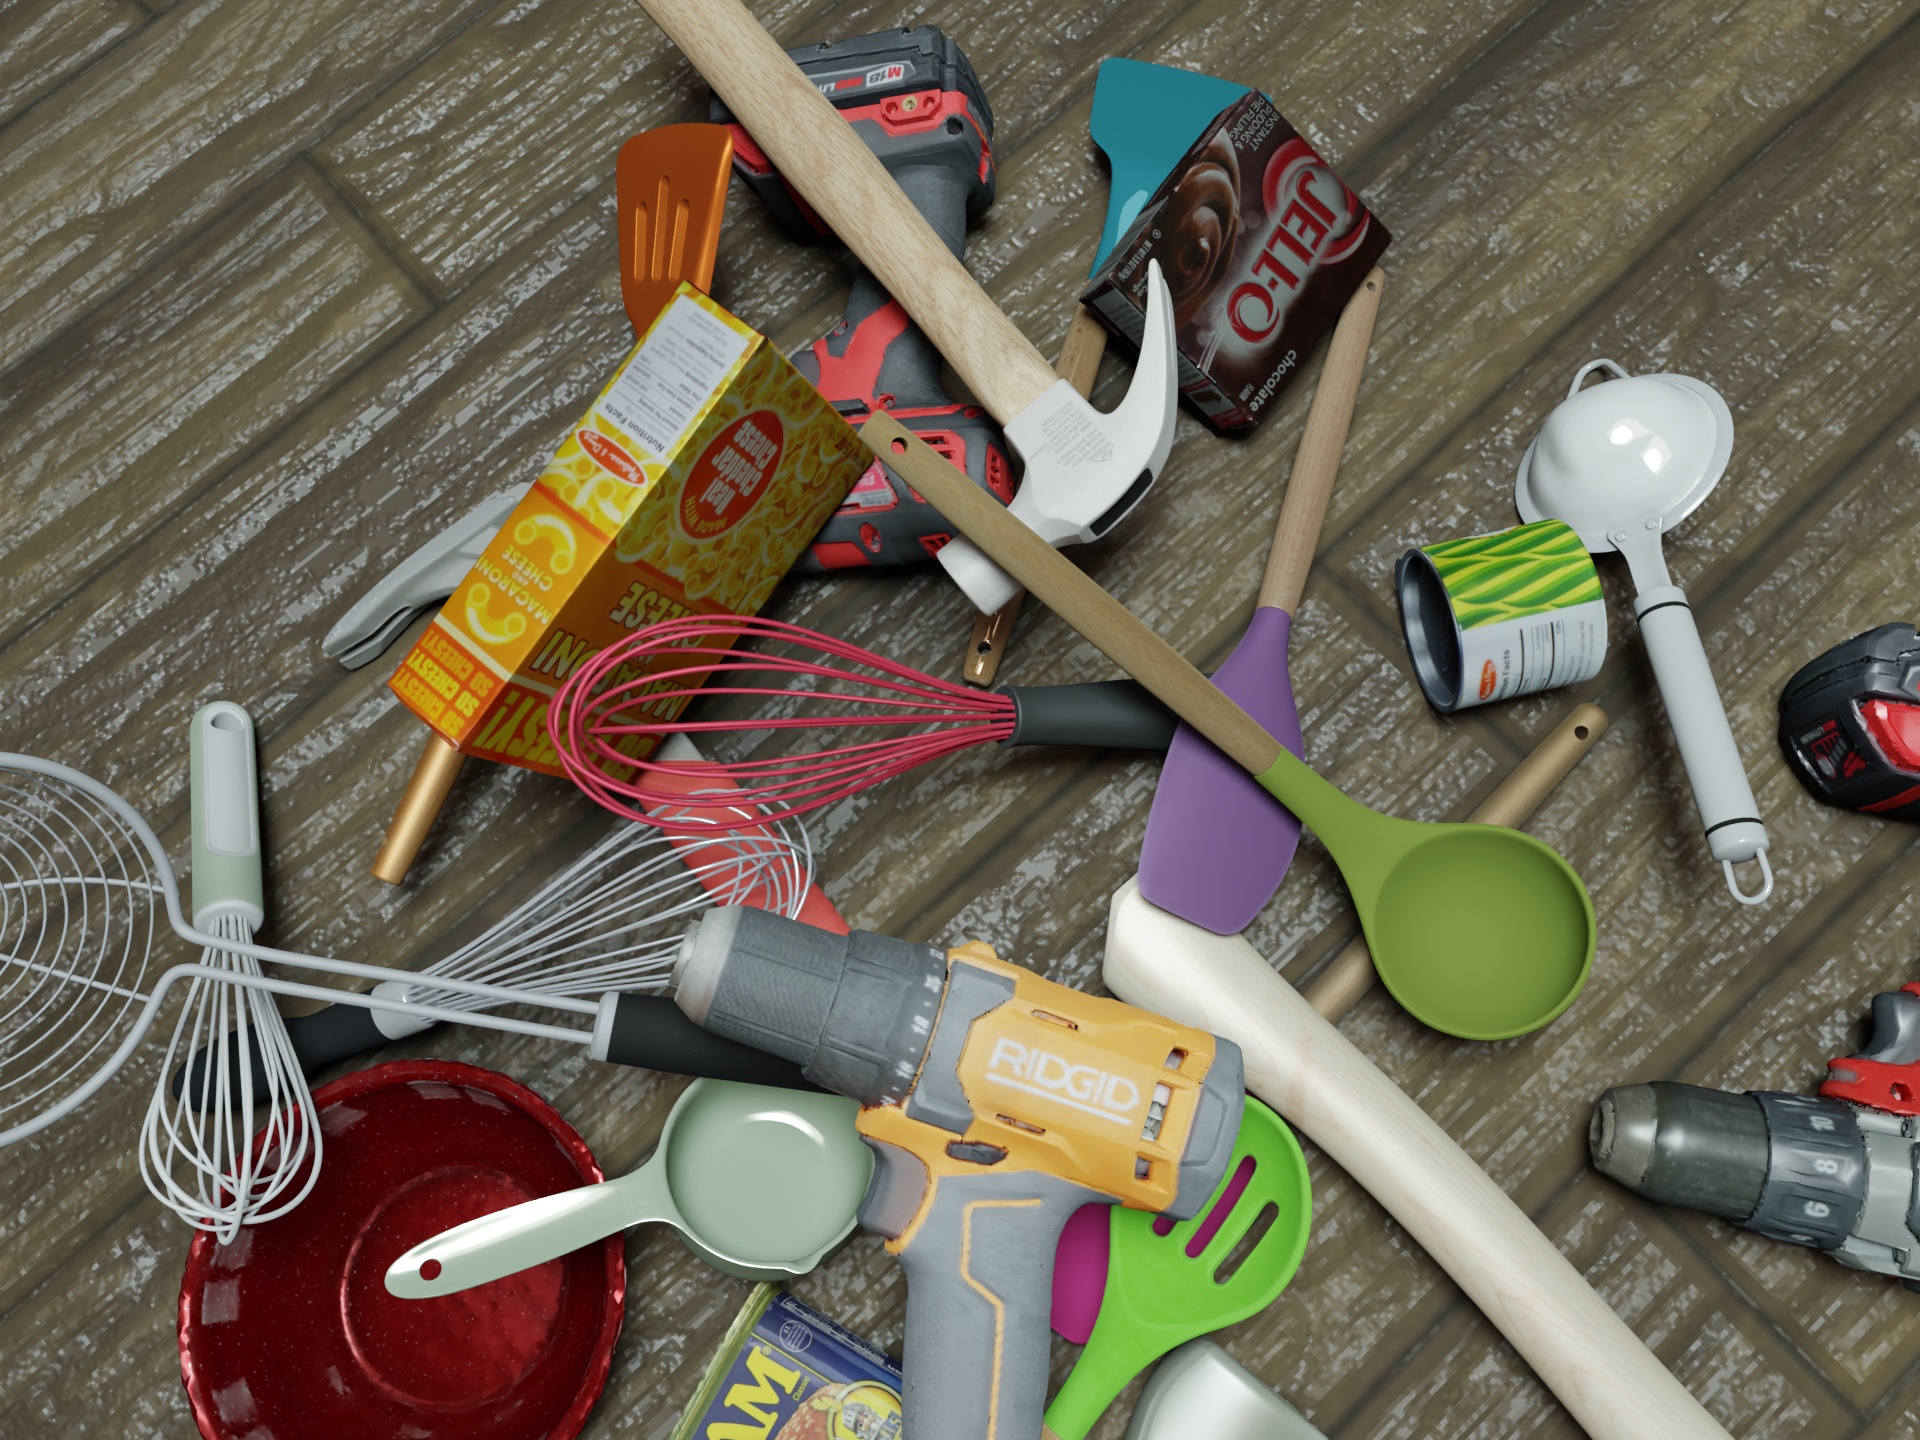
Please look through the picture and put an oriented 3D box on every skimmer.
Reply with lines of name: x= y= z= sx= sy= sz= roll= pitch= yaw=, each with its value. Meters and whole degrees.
skimmer: x=-0.175 y=0.096 z=0.500 sx=0.363 sy=0.090 sz=0.127 roll=11 pitch=93 yaw=-10

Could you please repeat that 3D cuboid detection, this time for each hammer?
hammer: x=-0.103 y=0.052 z=0.633 sx=0.149 sy=0.036 sz=0.359 roll=-38 pitch=73 yaw=-7
hammer: x=-0.036 y=-0.203 z=0.622 sx=0.130 sy=0.031 sz=0.331 roll=-39 pitch=73 yaw=6
hammer: x=0.210 y=0.199 z=0.552 sx=0.146 sy=0.038 sz=0.411 roll=-42 pitch=77 yaw=-9

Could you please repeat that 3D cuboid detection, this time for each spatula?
spatula: x=0.133 y=-0.062 z=0.635 sx=0.059 sy=0.018 sz=0.316 roll=24 pitch=65 yaw=-11
spatula: x=0.057 y=-0.161 z=0.696 sx=0.082 sy=0.044 sz=0.317 roll=17 pitch=79 yaw=8
spatula: x=-0.166 y=-0.088 z=0.635 sx=0.081 sy=0.041 sz=0.323 roll=15 pitch=79 yaw=44

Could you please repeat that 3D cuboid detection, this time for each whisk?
whisk: x=-0.275 y=0.081 z=0.598 sx=0.057 sy=0.059 sz=0.247 roll=7 pitch=41 yaw=-32
whisk: x=-0.180 y=0.097 z=0.593 sx=0.284 sy=0.070 sz=0.070 roll=-22 pitch=72 yaw=14
whisk: x=-0.001 y=-0.002 z=0.578 sx=0.295 sy=0.073 sz=0.073 roll=-1 pitch=70 yaw=-27

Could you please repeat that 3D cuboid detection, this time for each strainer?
strainer: x=0.264 y=-0.051 z=0.603 sx=0.087 sy=0.050 sz=0.259 roll=-25 pitch=54 yaw=32

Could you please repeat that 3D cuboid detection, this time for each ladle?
ladle: x=0.092 y=-0.002 z=0.557 sx=0.320 sy=0.062 sz=0.078 roll=39 pitch=86 yaw=-8

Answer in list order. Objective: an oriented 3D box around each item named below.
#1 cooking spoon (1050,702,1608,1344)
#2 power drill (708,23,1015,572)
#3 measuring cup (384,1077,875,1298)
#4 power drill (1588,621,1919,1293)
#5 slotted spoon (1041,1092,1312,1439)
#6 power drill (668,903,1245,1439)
cooking spoon: x=0.141 y=0.107 z=0.607 sx=0.069 sy=0.017 sz=0.319 roll=44 pitch=81 yaw=12
power drill: x=-0.051 y=-0.169 z=0.675 sx=0.143 sy=0.078 sz=0.220 roll=-4 pitch=77 yaw=16
measuring cup: x=-0.110 y=0.170 z=0.550 sx=0.167 sy=0.038 sz=0.083 roll=-14 pitch=61 yaw=-16
power drill: x=0.334 y=0.085 z=0.572 sx=0.188 sy=0.080 sz=0.227 roll=10 pitch=77 yaw=8
slotted spoon: x=0.018 y=0.262 z=0.543 sx=0.070 sy=0.031 sz=0.314 roll=35 pitch=88 yaw=30
power drill: x=-0.027 y=0.177 z=0.492 sx=0.185 sy=0.084 sz=0.226 roll=21 pitch=78 yaw=-7
